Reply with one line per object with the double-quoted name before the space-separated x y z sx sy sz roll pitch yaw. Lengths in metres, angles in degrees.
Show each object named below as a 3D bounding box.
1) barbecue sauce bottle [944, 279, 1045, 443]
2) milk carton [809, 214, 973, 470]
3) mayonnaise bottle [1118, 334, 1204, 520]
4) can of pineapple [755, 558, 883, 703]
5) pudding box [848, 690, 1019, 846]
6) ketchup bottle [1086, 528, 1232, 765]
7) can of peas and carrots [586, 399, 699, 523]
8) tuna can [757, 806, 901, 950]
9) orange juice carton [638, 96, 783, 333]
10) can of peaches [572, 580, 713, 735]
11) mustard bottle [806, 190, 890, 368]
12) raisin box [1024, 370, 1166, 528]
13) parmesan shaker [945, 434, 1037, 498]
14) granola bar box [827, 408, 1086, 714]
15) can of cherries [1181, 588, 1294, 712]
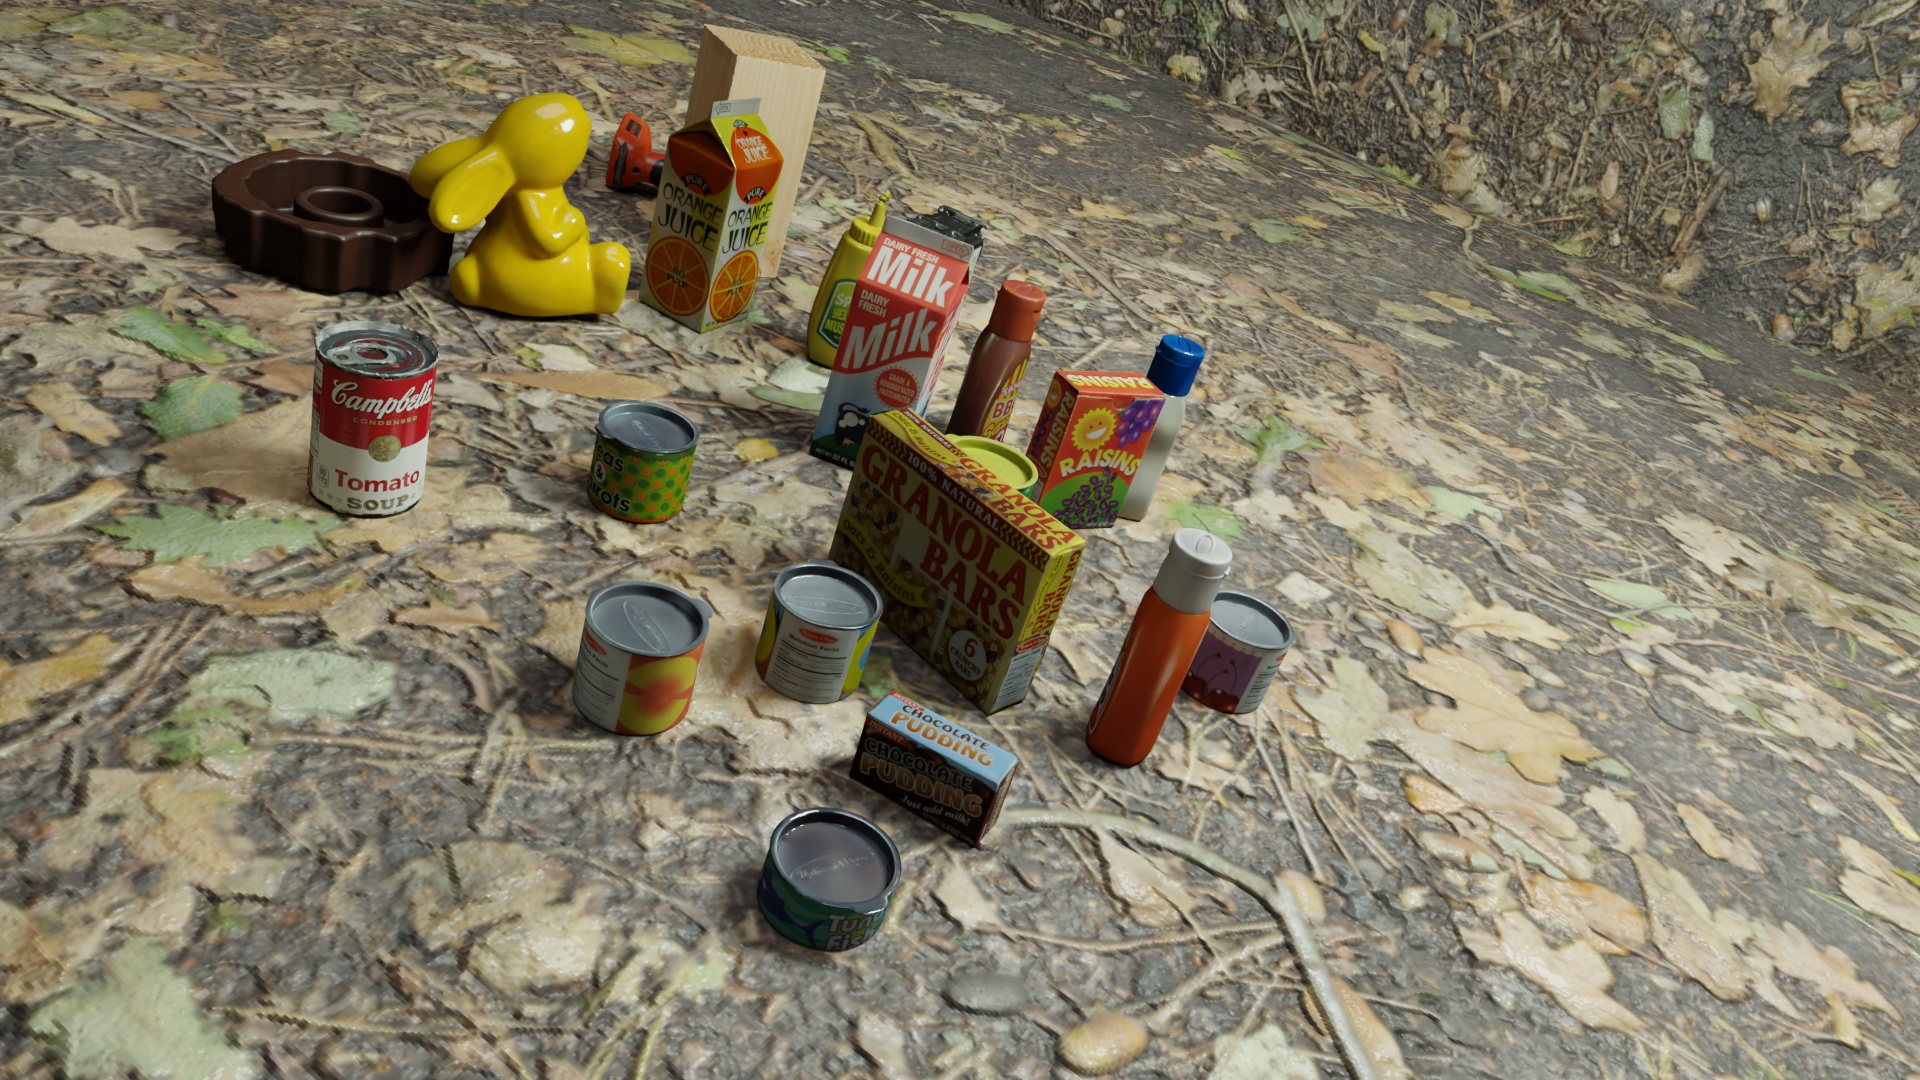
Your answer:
"barbecue sauce bottle" 0.028 -0.136 1.117 0.044 0.147 0.065 29 31 17
"milk carton" -0.049 -0.147 1.050 0.072 0.189 0.074 21 29 3
"mayonnaise bottle" 0.154 -0.092 1.117 0.041 0.147 0.065 13 30 -11
"can of pineapple" -0.085 0.054 0.830 0.071 0.057 0.071 14 30 -8
"pudding box" -0.015 0.124 0.762 0.084 0.049 0.030 27 30 14
"ketchup bottle" 0.121 0.063 0.840 0.043 0.148 0.065 24 30 9
"can of peas and carrots" -0.215 -0.052 0.931 0.071 0.058 0.071 14 30 -8
"tuna can" -0.063 0.167 0.680 0.071 0.032 0.071 14 30 -8
"orange juice carton" -0.209 -0.283 1.183 0.073 0.191 0.072 29 31 17
"can of peaches" -0.174 0.064 0.762 0.071 0.057 0.071 14 30 -8
"mustard bottle" -0.087 -0.223 1.186 0.065 0.159 0.049 14 30 -9
"raisin box" 0.096 -0.069 1.070 0.086 0.122 0.040 -1 35 -32
"parmesan shaker" 0.003 -0.012 0.944 0.071 0.102 0.071 14 30 -8
"granola bar box" -0.007 0.010 0.879 0.039 0.123 0.166 -15 44 -45
"can of cherries" 0.184 0.074 0.949 0.071 0.058 0.072 14 30 -8
